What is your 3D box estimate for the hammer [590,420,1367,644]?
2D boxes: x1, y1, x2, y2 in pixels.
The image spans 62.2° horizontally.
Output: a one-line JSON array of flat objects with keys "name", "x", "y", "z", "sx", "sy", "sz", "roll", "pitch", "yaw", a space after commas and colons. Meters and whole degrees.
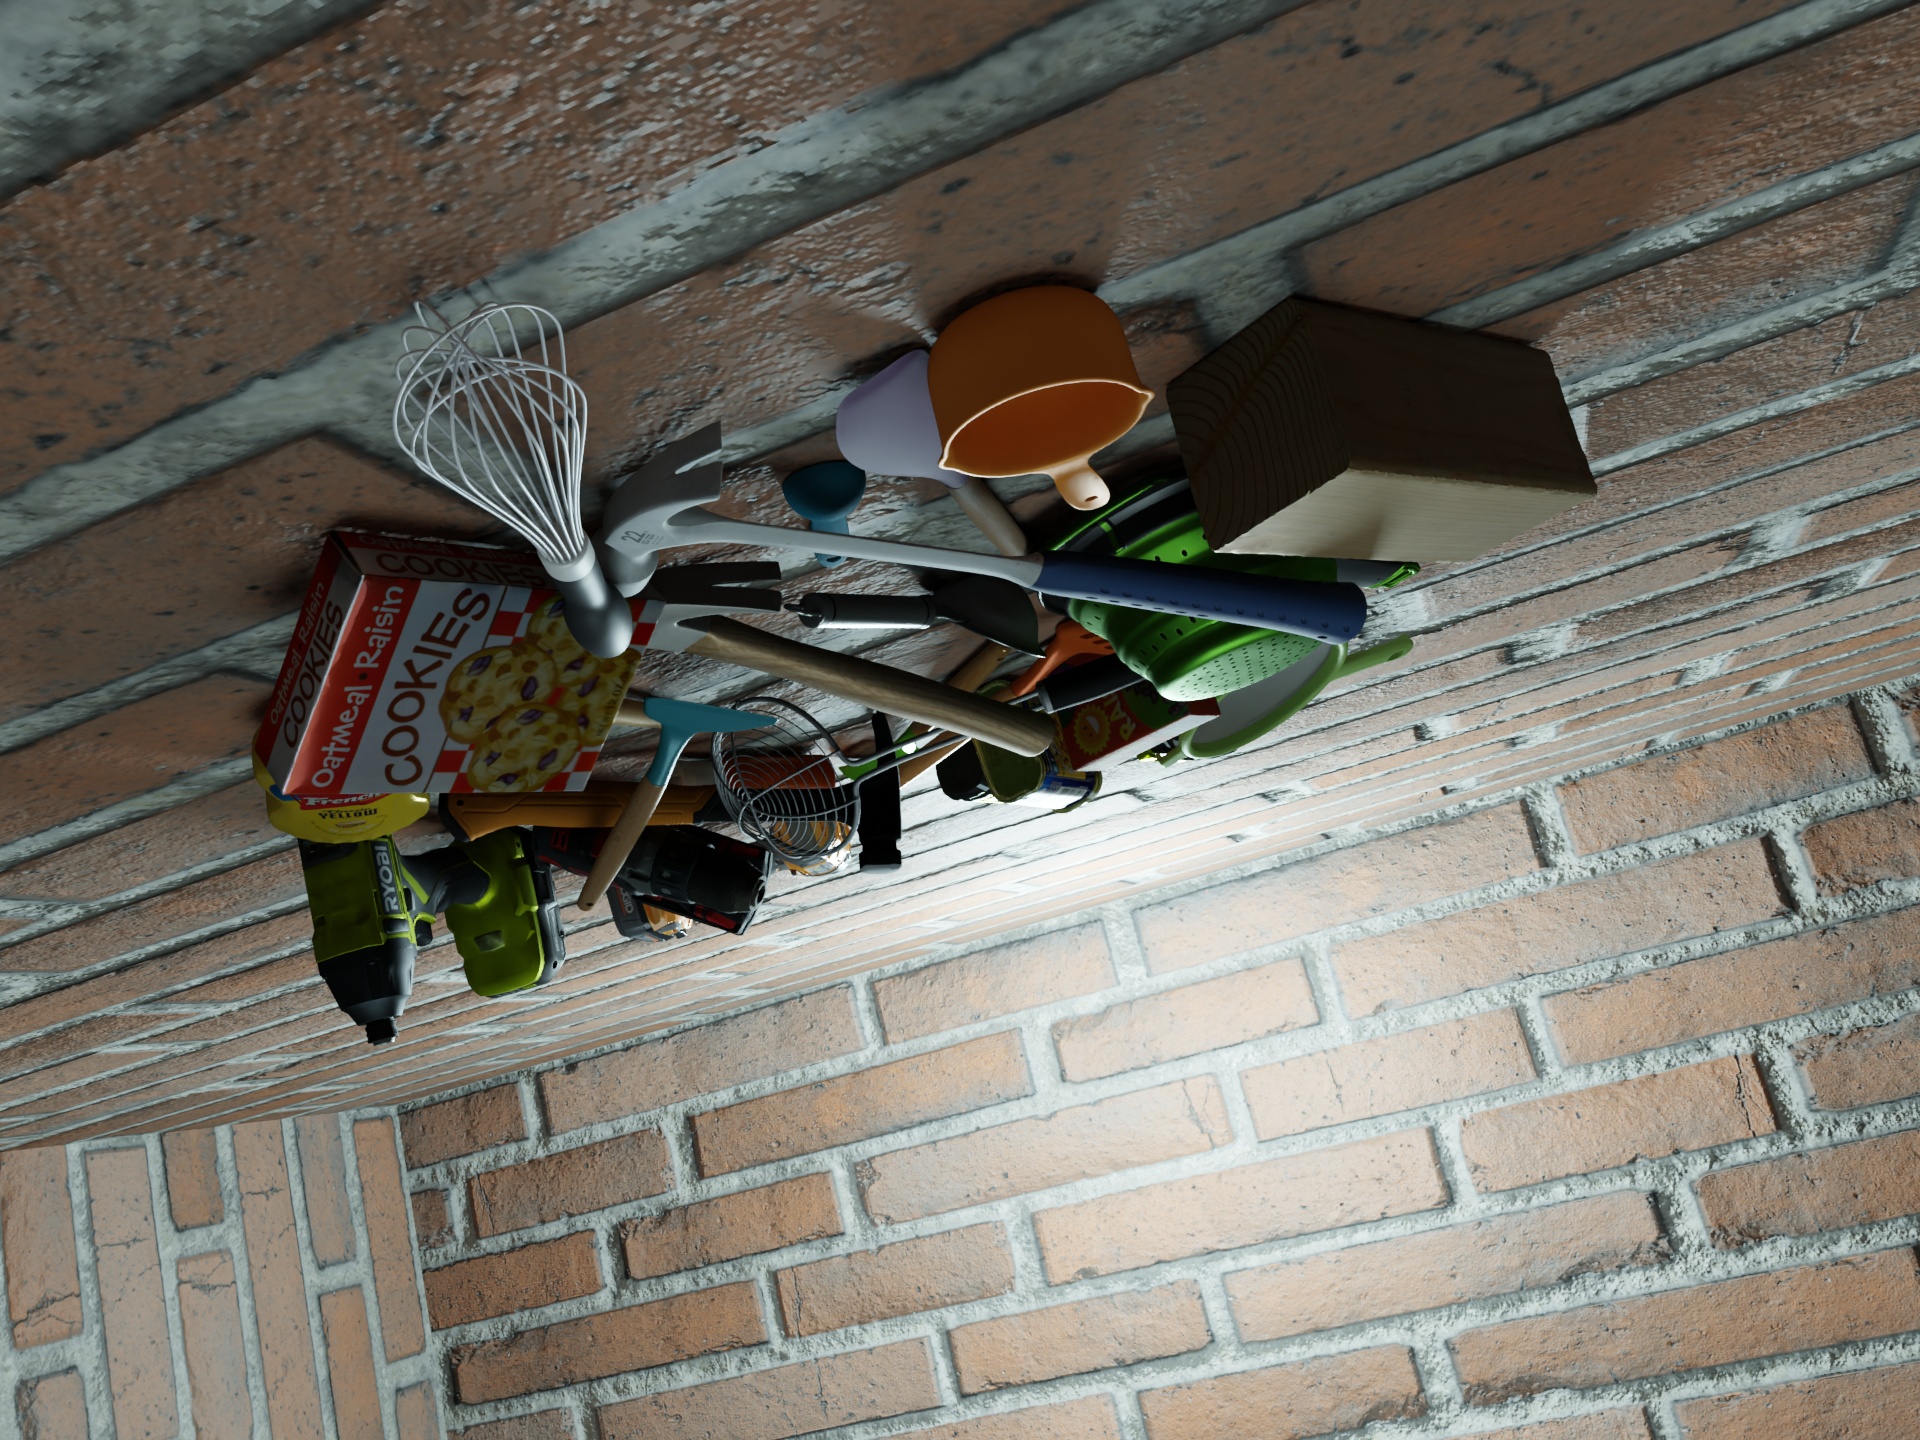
[{"name": "hammer", "x": 0.029, "y": -0.077, "z": 0.793, "sx": 0.405, "sy": 0.035, "sz": 0.144, "roll": 5, "pitch": 163, "yaw": -23}]

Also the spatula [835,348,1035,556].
[{"name": "spatula", "x": 0.003, "y": -0.117, "z": 0.820, "sx": 0.060, "sy": 0.018, "sz": 0.315, "roll": -34, "pitch": 163, "yaw": 8}]

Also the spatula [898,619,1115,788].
[{"name": "spatula", "x": 0.028, "y": -0.003, "z": 1.192, "sx": 0.081, "sy": 0.041, "sz": 0.322, "roll": 20, "pitch": 136, "yaw": -38}]

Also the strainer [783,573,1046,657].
[{"name": "strainer", "x": -0.018, "y": -0.063, "z": 0.916, "sx": 0.258, "sy": 0.087, "sz": 0.050, "roll": -5, "pitch": 121, "yaw": -58}]

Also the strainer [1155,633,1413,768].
[{"name": "strainer", "x": 0.259, "y": -0.053, "z": 1.255, "sx": 0.256, "sy": 0.069, "sz": 0.151, "roll": -16, "pitch": 152, "yaw": -36}]

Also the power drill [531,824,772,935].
[{"name": "power drill", "x": -0.223, "y": 0.122, "z": 1.296, "sx": 0.188, "sy": 0.080, "sz": 0.226, "roll": 16, "pitch": 171, "yaw": 14}]

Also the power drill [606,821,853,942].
[{"name": "power drill", "x": -0.214, "y": 0.146, "z": 1.550, "sx": 0.226, "sy": 0.084, "sz": 0.185, "roll": -19, "pitch": 168, "yaw": 1}]

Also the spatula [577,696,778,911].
[{"name": "spatula", "x": -0.213, "y": 0.060, "z": 1.070, "sx": 0.082, "sy": 0.044, "sz": 0.317, "roll": 10, "pitch": 142, "yaw": -24}]

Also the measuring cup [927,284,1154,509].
[{"name": "measuring cup", "x": 0.040, "y": -0.139, "z": 0.710, "sx": 0.095, "sy": 0.052, "sz": 0.173, "roll": -17, "pitch": 168, "yaw": 12}]

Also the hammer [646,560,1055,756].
[{"name": "hammer", "x": -0.064, "y": -0.026, "z": 0.956, "sx": 0.331, "sy": 0.031, "sz": 0.130, "roll": 17, "pitch": 148, "yaw": -41}]

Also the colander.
[{"name": "colander", "x": 0.209, "y": -0.075, "z": 1.017, "sx": 0.204, "sy": 0.094, "sz": 0.397, "roll": -32, "pitch": 160, "yaw": 37}]

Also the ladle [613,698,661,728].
[{"name": "ladle", "x": -0.248, "y": -0.001, "z": 0.965, "sx": 0.062, "sy": 0.078, "sz": 0.320, "roll": -45, "pitch": 164, "yaw": 11}]

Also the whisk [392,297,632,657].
[{"name": "whisk", "x": -0.169, "y": -0.084, "z": 0.656, "sx": 0.070, "sy": 0.070, "sz": 0.284, "roll": -13, "pitch": 162, "yaw": -5}]

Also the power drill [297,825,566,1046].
[{"name": "power drill", "x": -0.392, "y": 0.149, "z": 1.184, "sx": 0.080, "sy": 0.171, "sz": 0.223, "roll": -18, "pitch": 169, "yaw": 16}]

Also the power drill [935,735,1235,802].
[{"name": "power drill", "x": 0.116, "y": 0.021, "z": 1.377, "sx": 0.228, "sy": 0.080, "sz": 0.190, "roll": -19, "pitch": 165, "yaw": 31}]

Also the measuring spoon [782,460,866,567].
[{"name": "measuring spoon", "x": -0.066, "y": -0.097, "z": 0.823, "sx": 0.042, "sy": 0.021, "sz": 0.128, "roll": -13, "pitch": 165, "yaw": -5}]

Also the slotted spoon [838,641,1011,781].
[{"name": "slotted spoon", "x": -0.025, "y": -0.002, "z": 1.246, "sx": 0.070, "sy": 0.031, "sz": 0.313, "roll": -11, "pitch": 165, "yaw": -26}]

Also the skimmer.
[{"name": "skimmer", "x": -0.002, "y": -0.004, "z": 1.118, "sx": 0.363, "sy": 0.127, "sz": 0.090, "roll": -20, "pitch": -164, "yaw": 2}]

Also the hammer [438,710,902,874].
[{"name": "hammer", "x": -0.210, "y": 0.054, "z": 1.179, "sx": 0.336, "sy": 0.127, "sz": 0.034, "roll": 0, "pitch": 165, "yaw": -15}]
